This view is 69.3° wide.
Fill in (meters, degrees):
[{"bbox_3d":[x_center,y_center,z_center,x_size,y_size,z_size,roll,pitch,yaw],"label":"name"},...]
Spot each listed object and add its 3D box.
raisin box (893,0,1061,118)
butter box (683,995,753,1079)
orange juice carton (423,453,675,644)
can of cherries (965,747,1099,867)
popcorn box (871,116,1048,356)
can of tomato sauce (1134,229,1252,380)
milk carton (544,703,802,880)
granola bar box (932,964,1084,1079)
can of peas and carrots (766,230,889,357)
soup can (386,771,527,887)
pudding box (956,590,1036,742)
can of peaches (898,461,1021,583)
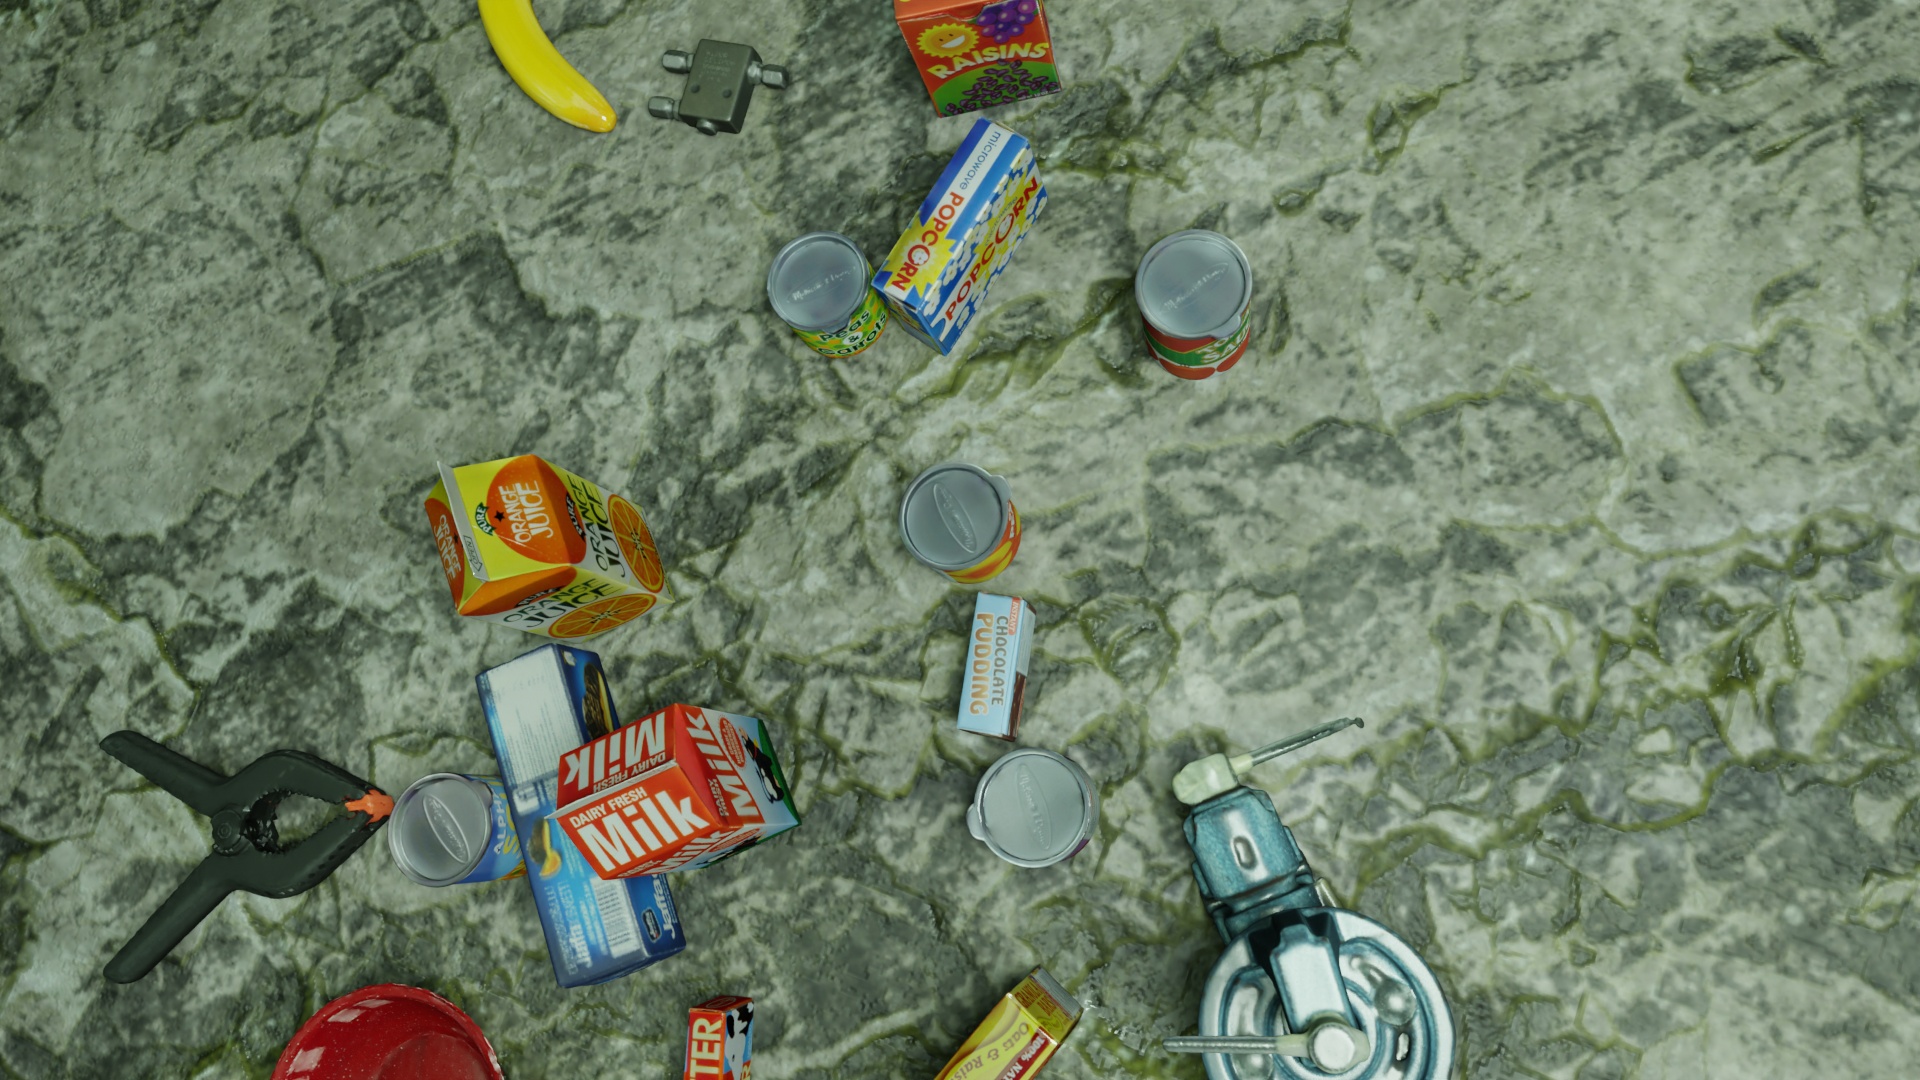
[{"bbox_3d":[0.012,-0.317,0.870,0.086,0.123,0.040,-9,78,9],"label":"raisin box"},{"bbox_3d":[-0.142,0.322,0.808,0.024,0.053,0.103,0,79,11],"label":"butter box"},{"bbox_3d":[-0.247,0.006,0.820,0.073,0.192,0.072,-24,76,6],"label":"orange juice carton"},{"bbox_3d":[0.043,0.154,0.803,0.071,0.058,0.071,-2,79,11],"label":"can of cherries"},{"bbox_3d":[0.002,-0.188,0.866,0.038,0.085,0.127,32,86,15],"label":"popcorn box"},{"bbox_3d":[0.142,-0.137,0.830,0.071,0.083,0.071,-2,79,11],"label":"can of tomato sauce"},{"bbox_3d":[-0.158,0.141,0.776,0.072,0.190,0.073,-25,76,6],"label":"milk carton"},{"bbox_3d":[-0.005,0.311,0.747,0.039,0.124,0.165,40,89,15],"label":"granola bar box"},{"bbox_3d":[-0.082,-0.154,0.889,0.071,0.058,0.071,-2,79,11],"label":"can of peas and carrots"},{"bbox_3d":[-0.295,0.175,0.851,0.071,0.083,0.071,-2,79,11],"label":"soup can"},{"bbox_3d":[0.022,0.076,0.827,0.030,0.049,0.084,7,80,12],"label":"pudding box"},{"bbox_3d":[0.003,-0.011,0.844,0.071,0.058,0.071,-2,79,11],"label":"can of peaches"}]
